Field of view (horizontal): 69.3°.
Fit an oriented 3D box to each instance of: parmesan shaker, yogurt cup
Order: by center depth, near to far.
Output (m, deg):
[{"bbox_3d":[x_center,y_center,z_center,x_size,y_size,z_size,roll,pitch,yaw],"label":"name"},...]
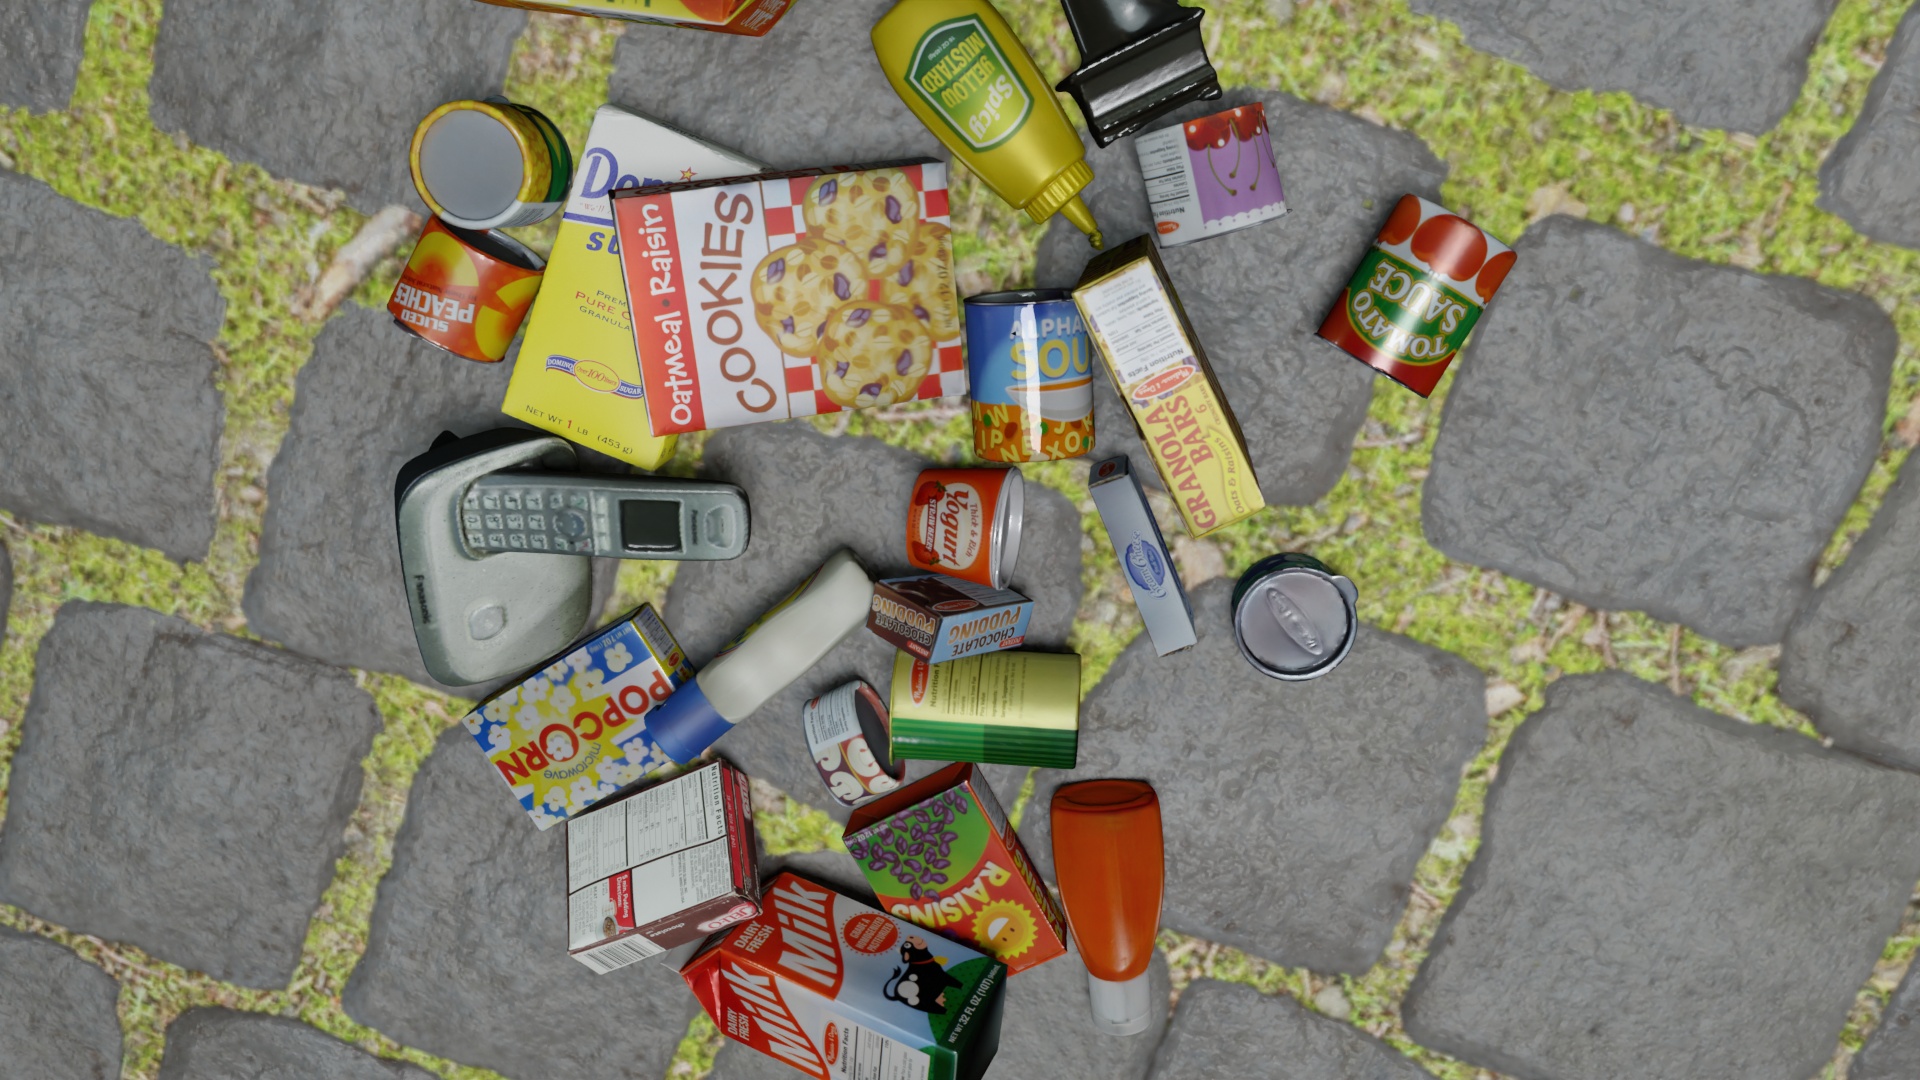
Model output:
[{"bbox_3d":[0.003,-0.010,0.758,0.054,0.072,0.072,7,105,12],"label":"yogurt cup"},{"bbox_3d":[0.015,0.096,0.780,0.103,0.071,0.071,3,105,4],"label":"parmesan shaker"}]

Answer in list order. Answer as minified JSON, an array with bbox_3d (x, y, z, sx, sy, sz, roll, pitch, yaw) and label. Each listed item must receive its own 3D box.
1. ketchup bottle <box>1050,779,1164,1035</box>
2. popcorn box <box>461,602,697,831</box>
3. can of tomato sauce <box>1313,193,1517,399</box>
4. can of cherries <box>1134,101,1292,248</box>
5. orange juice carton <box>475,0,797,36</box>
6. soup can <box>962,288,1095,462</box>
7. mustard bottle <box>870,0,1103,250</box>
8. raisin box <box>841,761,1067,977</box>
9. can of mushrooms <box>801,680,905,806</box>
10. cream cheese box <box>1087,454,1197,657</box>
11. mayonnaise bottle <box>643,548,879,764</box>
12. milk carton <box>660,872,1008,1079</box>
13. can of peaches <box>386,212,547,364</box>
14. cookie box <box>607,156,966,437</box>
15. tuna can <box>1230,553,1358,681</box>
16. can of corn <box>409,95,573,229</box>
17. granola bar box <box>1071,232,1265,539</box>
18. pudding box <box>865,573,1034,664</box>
[{"bbox_3d":[0.090,0.217,0.817,0.065,0.044,0.148,-4,104,8],"label":"ketchup bottle"},{"bbox_3d":[-0.216,0.105,0.820,0.126,0.038,0.085,-29,101,12],"label":"popcorn box"},{"bbox_3d":[0.230,-0.123,0.703,0.071,0.071,0.083,29,105,-2],"label":"can of tomato sauce"},{"bbox_3d":[0.128,-0.185,0.702,0.071,0.072,0.058,-14,102,9],"label":"can of cherries"},{"bbox_3d":[-0.158,-0.298,0.696,0.193,0.072,0.072,8,105,4],"label":"orange juice carton"},{"bbox_3d":[0.039,-0.088,0.731,0.071,0.071,0.083,-3,105,6],"label":"soup can"},{"bbox_3d":[0.024,-0.213,0.711,0.065,0.049,0.160,-40,97,15],"label":"mustard bottle"},{"bbox_3d":[-0.002,0.202,0.824,0.086,0.040,0.123,-27,101,11],"label":"raisin box"},{"bbox_3d":[-0.059,0.117,0.795,0.033,0.071,0.071,-25,101,11],"label":"can of mushrooms"},{"bbox_3d":[0.100,0.007,0.757,0.024,0.053,0.103,-21,101,13],"label":"cream cheese box"},{"bbox_3d":[-0.108,0.065,0.773,0.148,0.065,0.041,-39,97,-1],"label":"mayonnaise bottle"},{"bbox_3d":[-0.075,0.257,0.803,0.191,0.073,0.073,17,122,19],"label":"milk carton"},{"bbox_3d":[-0.266,-0.137,0.748,0.071,0.071,0.058,32,104,-3],"label":"can of peaches"},{"bbox_3d":[-0.087,-0.127,0.719,0.168,0.040,0.122,-9,111,-11],"label":"cookie box"},{"bbox_3d":[0.185,0.040,0.768,0.071,0.033,0.071,1,105,5],"label":"tuna can"},{"bbox_3d":[-0.249,-0.201,0.736,0.071,0.058,0.071,1,105,5],"label":"can of corn"},{"bbox_3d":[0.100,-0.082,0.677,0.039,0.166,0.124,-25,101,14],"label":"granola bar box"},{"bbox_3d":[-0.005,0.040,0.755,0.050,0.084,0.030,27,110,34],"label":"pudding box"}]
